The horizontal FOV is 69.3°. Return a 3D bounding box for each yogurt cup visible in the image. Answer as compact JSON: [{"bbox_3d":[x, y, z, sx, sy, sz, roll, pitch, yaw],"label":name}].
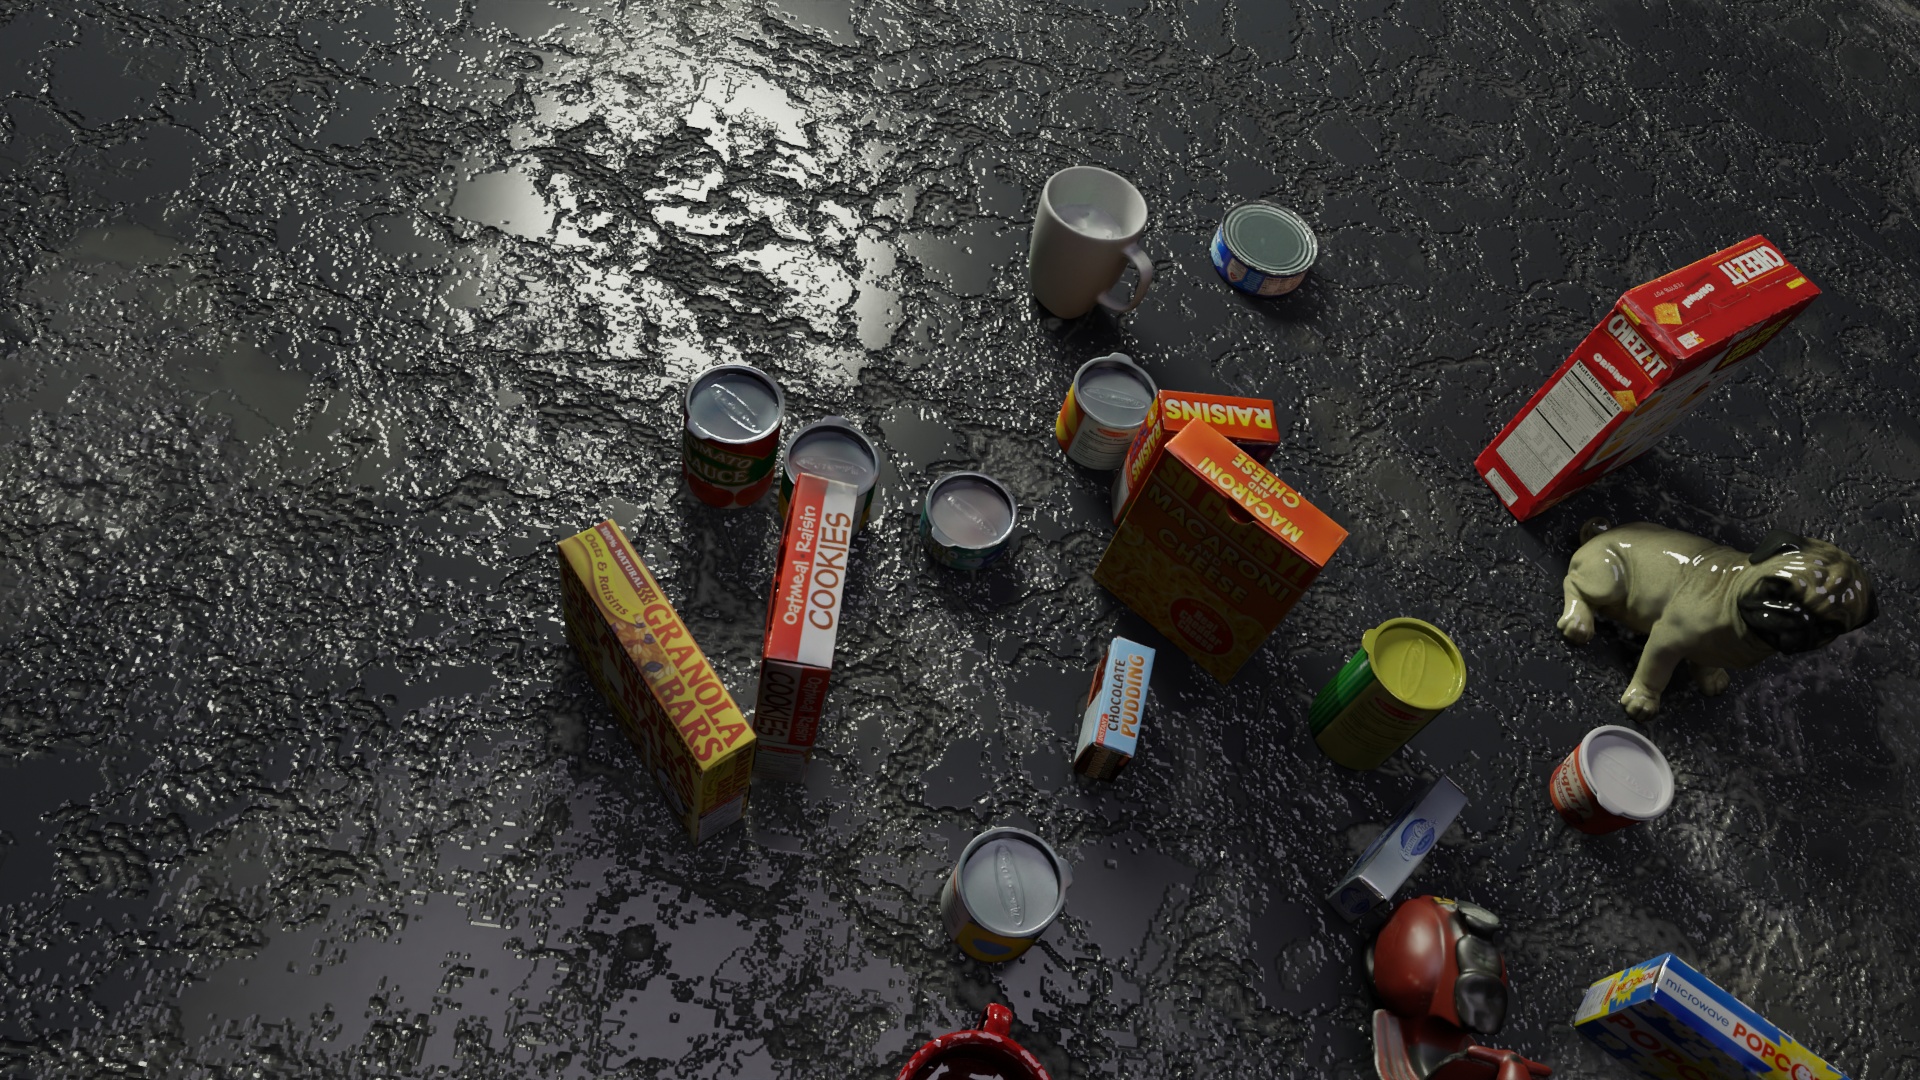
[{"bbox_3d":[0.447,0.169,0.960,0.072,0.053,0.073,6,58,-9],"label":"yogurt cup"}]

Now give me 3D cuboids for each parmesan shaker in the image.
[{"bbox_3d":[0.282,0.103,0.934,0.071,0.102,0.071,6,58,-9],"label":"parmesan shaker"}]

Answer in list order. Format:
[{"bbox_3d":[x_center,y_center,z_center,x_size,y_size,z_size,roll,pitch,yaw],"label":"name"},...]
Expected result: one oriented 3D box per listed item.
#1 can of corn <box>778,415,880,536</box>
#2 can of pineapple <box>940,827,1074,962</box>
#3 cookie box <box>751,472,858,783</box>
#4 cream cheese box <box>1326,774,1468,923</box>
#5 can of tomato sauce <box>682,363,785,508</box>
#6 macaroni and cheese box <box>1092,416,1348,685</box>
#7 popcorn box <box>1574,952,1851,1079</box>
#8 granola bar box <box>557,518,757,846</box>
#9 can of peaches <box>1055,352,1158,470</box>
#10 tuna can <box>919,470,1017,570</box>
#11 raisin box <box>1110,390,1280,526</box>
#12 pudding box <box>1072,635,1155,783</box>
[{"bbox_3d":[-0.092,-0.042,0.966,0.071,0.058,0.071,6,58,-9],"label":"can of corn"},{"bbox_3d":[0.027,0.214,0.834,0.071,0.057,0.071,6,58,-9],"label":"can of pineapple"},{"bbox_3d":[-0.098,0.057,0.838,0.040,0.166,0.123,10,57,-7],"label":"cookie box"},{"bbox_3d":[0.284,0.201,0.903,0.024,0.053,0.104,43,59,15],"label":"cream cheese box"},{"bbox_3d":[-0.158,-0.069,0.953,0.071,0.082,0.071,6,58,-9],"label":"can of tomato sauce"},{"bbox_3d":[0.167,0.012,0.928,0.124,0.165,0.040,40,59,12],"label":"macaroni and cheese box"},{"bbox_3d":[0.459,0.315,0.853,0.127,0.084,0.038,36,58,10],"label":"popcorn box"},{"bbox_3d":[-0.181,0.085,0.827,0.039,0.123,0.166,-28,68,-26],"label":"granola bar box"},{"bbox_3d":[0.110,-0.097,1.047,0.071,0.057,0.071,6,58,-9],"label":"can of peaches"},{"bbox_3d":[0.004,-0.012,0.985,0.071,0.032,0.071,6,57,-9],"label":"tuna can"},{"bbox_3d":[0.165,-0.054,0.994,0.086,0.122,0.040,5,58,-10],"label":"raisin box"},{"bbox_3d":[0.102,0.112,0.920,0.030,0.049,0.084,18,56,-1],"label":"pudding box"}]
